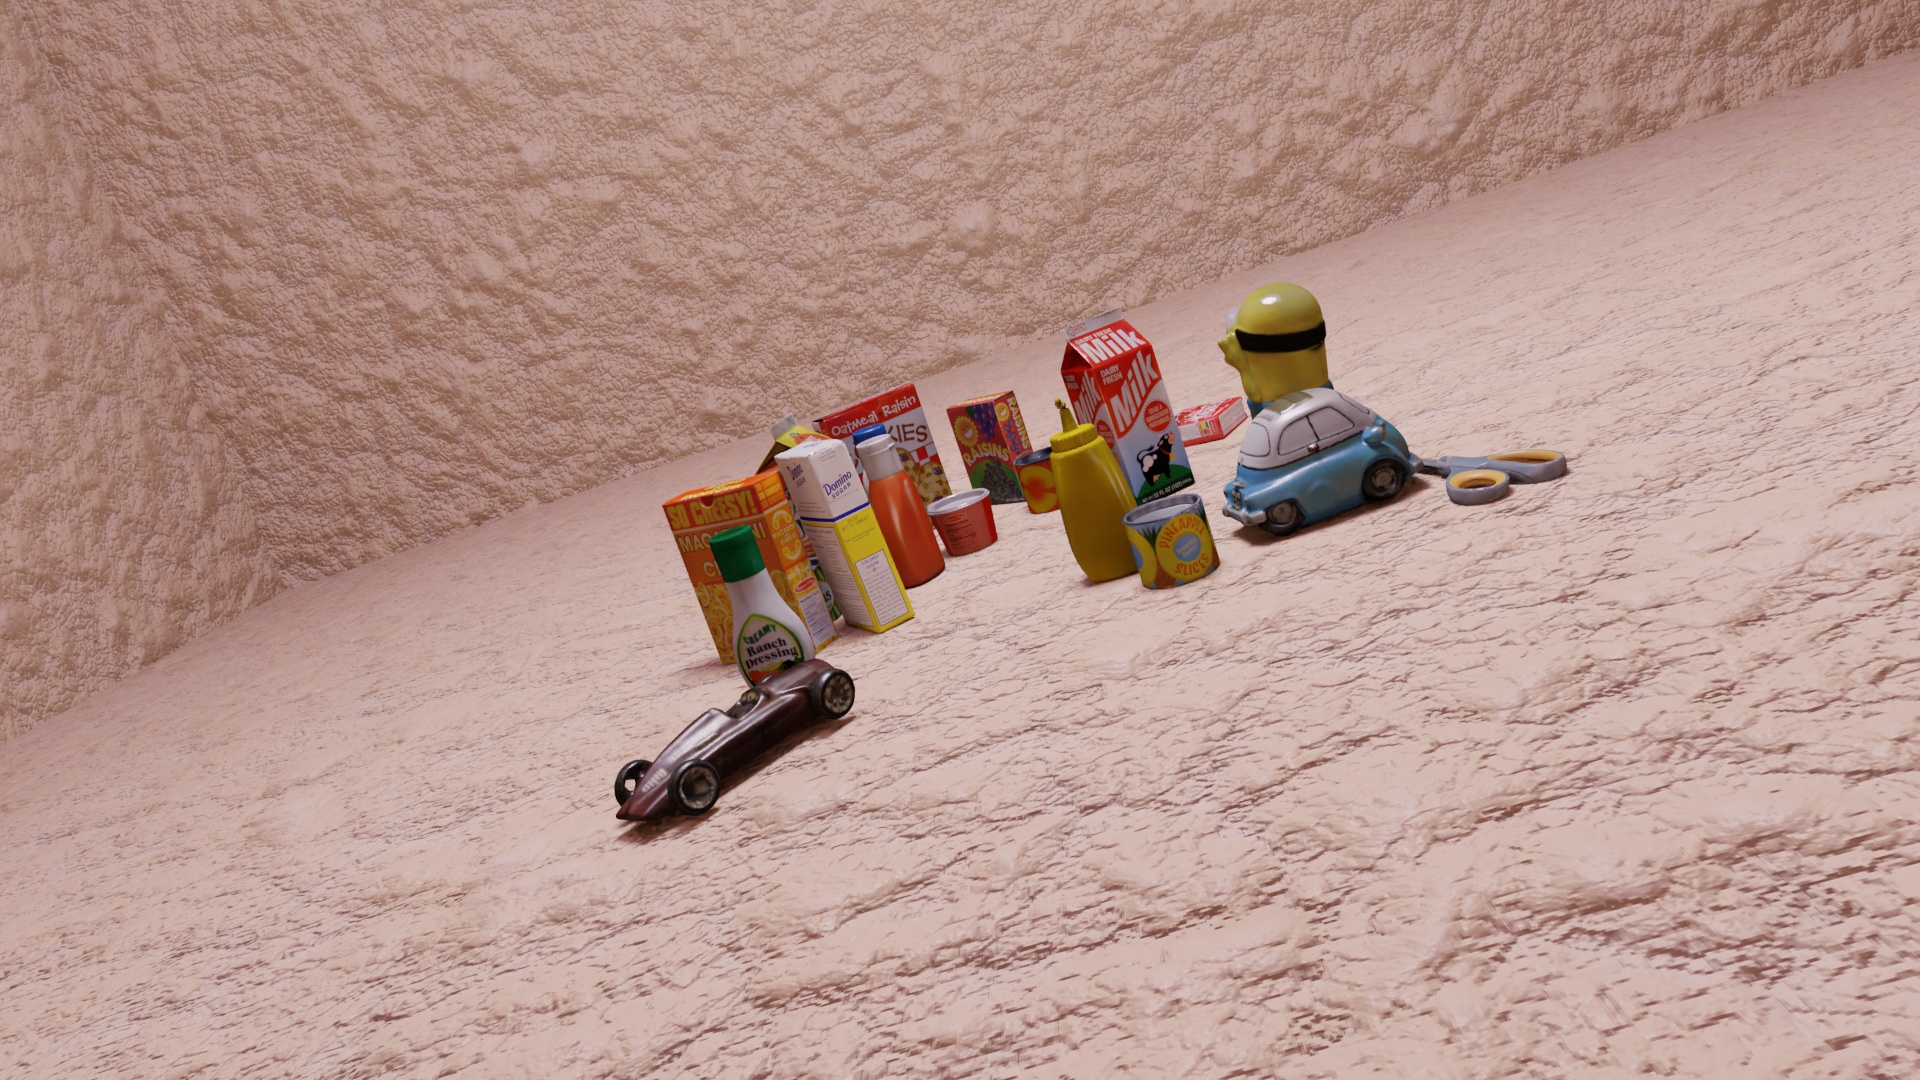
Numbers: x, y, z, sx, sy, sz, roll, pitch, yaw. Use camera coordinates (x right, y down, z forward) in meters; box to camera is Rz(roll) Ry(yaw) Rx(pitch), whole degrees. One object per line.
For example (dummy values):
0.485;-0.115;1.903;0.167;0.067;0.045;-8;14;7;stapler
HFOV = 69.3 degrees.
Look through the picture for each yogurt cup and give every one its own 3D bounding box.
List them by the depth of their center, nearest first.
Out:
0.005;-0.018;1.447;0.072;0.054;0.072;-18;12;4;yogurt cup

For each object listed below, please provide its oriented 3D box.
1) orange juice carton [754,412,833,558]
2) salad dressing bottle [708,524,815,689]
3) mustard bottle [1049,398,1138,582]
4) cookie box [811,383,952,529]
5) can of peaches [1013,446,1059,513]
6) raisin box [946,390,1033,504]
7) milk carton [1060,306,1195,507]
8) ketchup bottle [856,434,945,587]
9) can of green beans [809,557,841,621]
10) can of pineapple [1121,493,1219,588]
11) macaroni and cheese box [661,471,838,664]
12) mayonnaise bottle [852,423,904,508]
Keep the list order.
-0.151;-0.034;1.422;0.073;0.192;0.072;-15;13;17;orange juice carton
-0.165;0.061;1.145;0.064;0.147;0.044;-18;12;6;salad dressing bottle
0.110;-0.047;1.171;0.065;0.160;0.049;-17;12;12;mustard bottle
-0.083;-0.081;1.582;0.123;0.167;0.040;-26;14;-27;cookie box
0.096;-0.067;1.512;0.071;0.058;0.071;-18;12;4;can of peaches
0.041;-0.106;1.607;0.040;0.123;0.086;-28;15;-37;raisin box
0.162;-0.134;1.396;0.072;0.190;0.073;-24;13;-20;milk carton
-0.061;-0.031;1.381;0.043;0.148;0.065;-12;14;29;ketchup bottle
-0.156;0.055;1.361;0.071;0.057;0.071;-18;12;4;can of green beans
0.170;0.001;1.117;0.071;0.057;0.071;-18;12;4;can of pineapple
-0.196;0.028;1.286;0.123;0.166;0.040;-10;15;36;macaroni and cheese box
-0.075;-0.050;1.484;0.041;0.147;0.065;-15;13;21;mayonnaise bottle
